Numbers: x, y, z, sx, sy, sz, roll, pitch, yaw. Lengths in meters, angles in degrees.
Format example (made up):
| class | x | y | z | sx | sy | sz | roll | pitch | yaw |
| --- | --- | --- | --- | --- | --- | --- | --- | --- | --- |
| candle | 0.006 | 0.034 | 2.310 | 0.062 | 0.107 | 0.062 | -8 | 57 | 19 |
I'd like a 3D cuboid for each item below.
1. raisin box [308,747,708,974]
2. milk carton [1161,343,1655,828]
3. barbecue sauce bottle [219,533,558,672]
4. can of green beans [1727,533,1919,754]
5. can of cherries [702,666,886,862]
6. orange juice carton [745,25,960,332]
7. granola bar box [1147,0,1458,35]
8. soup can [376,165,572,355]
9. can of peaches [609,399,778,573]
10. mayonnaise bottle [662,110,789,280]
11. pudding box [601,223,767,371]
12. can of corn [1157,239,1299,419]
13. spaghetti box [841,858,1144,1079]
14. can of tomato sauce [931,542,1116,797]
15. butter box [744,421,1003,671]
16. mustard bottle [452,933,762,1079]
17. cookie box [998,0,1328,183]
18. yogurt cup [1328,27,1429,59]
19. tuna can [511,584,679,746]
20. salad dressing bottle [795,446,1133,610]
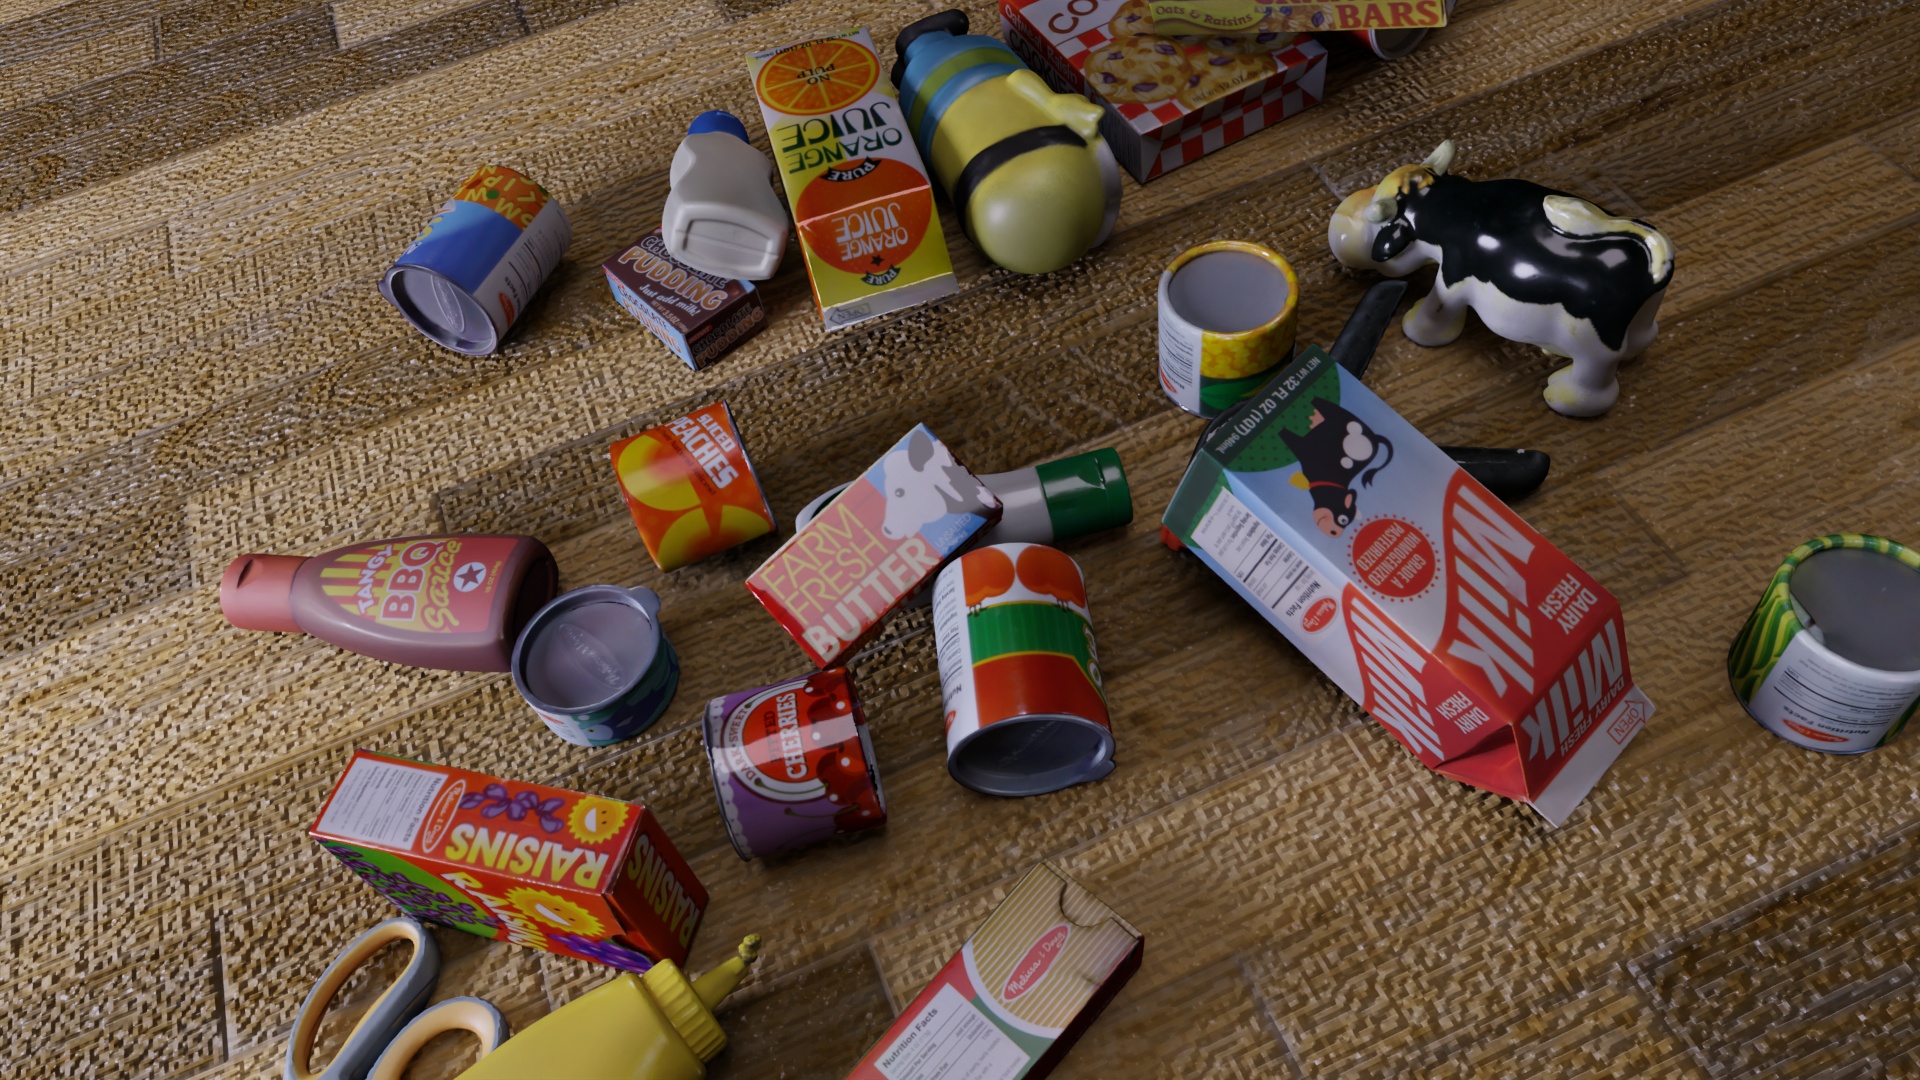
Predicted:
| class | x | y | z | sx | sy | sz | roll | pitch | yaw |
| --- | --- | --- | --- | --- | --- | --- | --- | --- | --- |
| raisin box | -0.169 | 0.125 | 0.532 | 0.123 | 0.085 | 0.040 | 8 | 54 | 14 |
| milk carton | 0.178 | 0.021 | 0.545 | 0.072 | 0.073 | 0.191 | -41 | 76 | -20 |
| barbecue sauce bottle | -0.266 | 0.027 | 0.645 | 0.148 | 0.043 | 0.065 | 2 | 56 | 11 |
| can of green beans | 0.339 | 0.039 | 0.532 | 0.071 | 0.057 | 0.071 | -4 | 54 | 6 |
| can of cherries | -0.065 | 0.087 | 0.552 | 0.058 | 0.071 | 0.072 | -14 | 54 | -2 |
| orange juice carton | -0.058 | -0.188 | 0.749 | 0.072 | 0.072 | 0.193 | -16 | 54 | -4 |
| granola bar box | 0.200 | -0.330 | 0.759 | 0.165 | 0.039 | 0.125 | 12 | 59 | 33 |
| soup can | -0.265 | -0.155 | 0.761 | 0.071 | 0.071 | 0.084 | 13 | 57 | 18 |
| can of peaches | -0.124 | -0.026 | 0.644 | 0.058 | 0.071 | 0.071 | -22 | 54 | -6 |
| mayonnaise bottle | -0.131 | -0.194 | 0.765 | 0.065 | 0.041 | 0.149 | 11 | 33 | -19 |
| pudding box | -0.149 | -0.133 | 0.751 | 0.050 | 0.030 | 0.084 | -38 | 58 | -19 |
| can of corn | 0.130 | -0.102 | 0.667 | 0.071 | 0.058 | 0.071 | -4 | 54 | 6 |
| spaghetti box | -0.034 | 0.218 | 0.478 | 0.050 | 0.028 | 0.251 | 35 | 66 | 28 |
| can of tomato sauce | 0.026 | 0.053 | 0.567 | 0.071 | 0.071 | 0.083 | -9 | 53 | 3 |
| butter box | -0.036 | 0.004 | 0.589 | 0.103 | 0.024 | 0.053 | -43 | 79 | -9 |
| mustard bottle | -0.133 | 0.198 | 0.496 | 0.161 | 0.048 | 0.065 | -36 | 60 | -18 |
| cookie box | 0.115 | -0.292 | 0.819 | 0.123 | 0.040 | 0.168 | -26 | 56 | -10 |
| yogurt cup | 0.239 | -0.319 | 0.805 | 0.072 | 0.072 | 0.054 | -41 | 50 | -19 |
| tuna can | -0.158 | 0.054 | 0.615 | 0.071 | 0.032 | 0.071 | -4 | 54 | 6 |
| salad dressing bottle | 0.002 | -0.008 | 0.627 | 0.148 | 0.043 | 0.064 | -14 | 60 | -1 |
